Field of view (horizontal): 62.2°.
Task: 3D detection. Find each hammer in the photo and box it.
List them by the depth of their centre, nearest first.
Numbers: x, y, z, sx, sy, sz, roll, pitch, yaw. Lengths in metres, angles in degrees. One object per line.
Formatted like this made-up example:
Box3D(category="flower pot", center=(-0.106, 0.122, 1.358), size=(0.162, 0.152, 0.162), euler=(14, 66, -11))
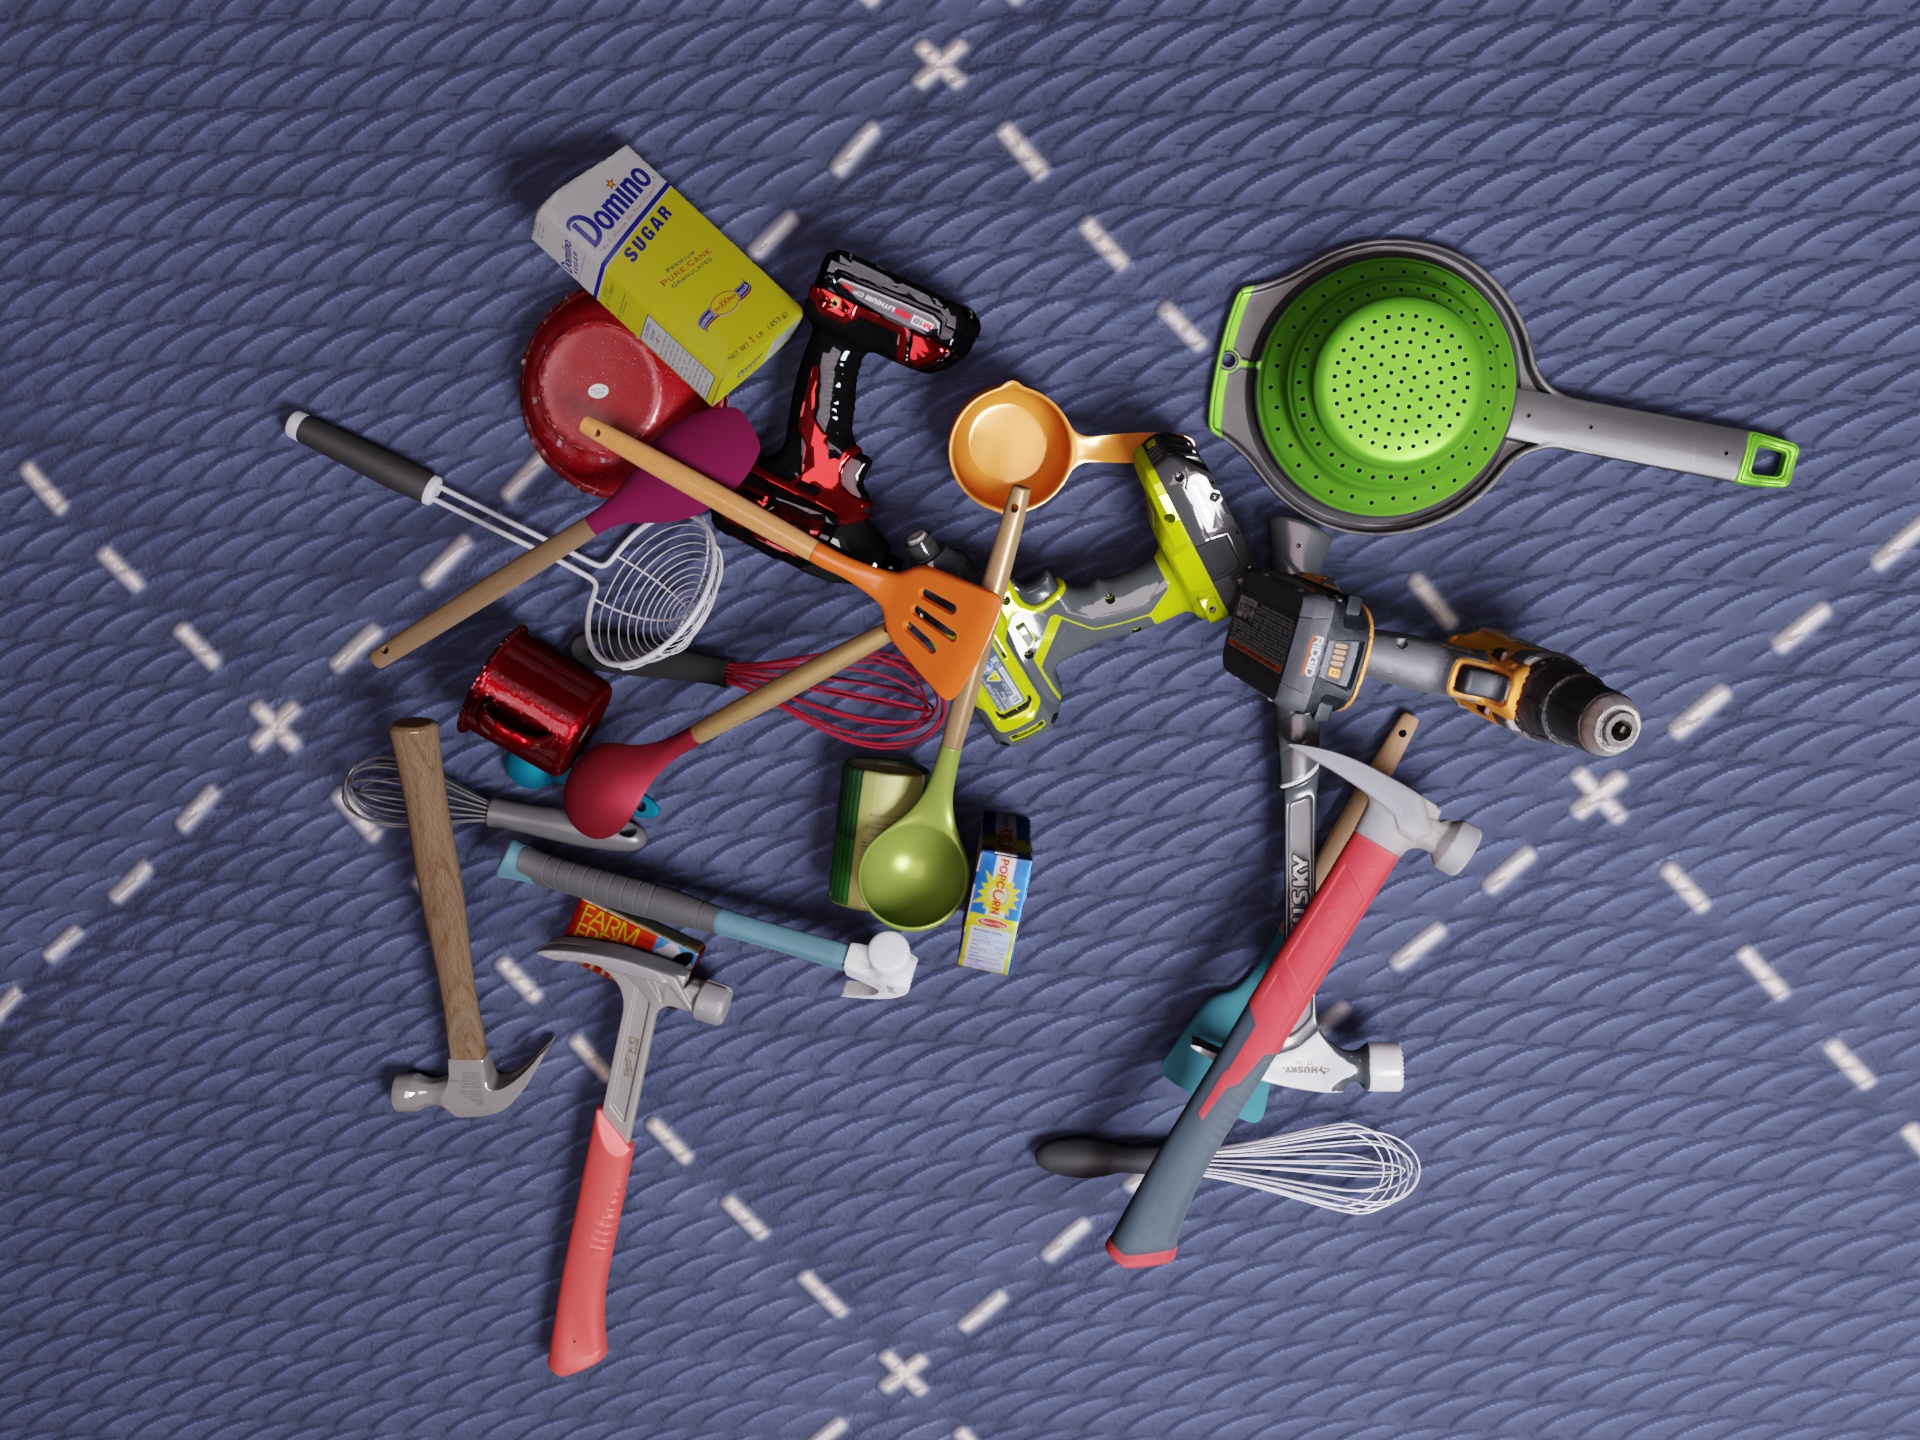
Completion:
Box3D(category="hammer", center=(0.197, 0.204, 1.103), size=(0.143, 0.038, 0.386), euler=(31, 96, 9))
Box3D(category="hammer", center=(0.236, 0.059, 1.131), size=(0.149, 0.036, 0.409), euler=(-1, 91, 8))
Box3D(category="hammer", center=(-0.191, 0.144, 1.177), size=(0.331, 0.128, 0.033), euler=(15, 69, 9))
Box3D(category="hammer", center=(-0.389, 0.156, 1.213), size=(0.130, 0.031, 0.331), euler=(-1, 110, 4))
Box3D(category="hammer", center=(-0.285, 0.347, 1.242), size=(0.149, 0.037, 0.359), euler=(15, 104, 5))

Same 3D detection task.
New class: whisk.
Box3D(category="whisk", center=(-0.154, -0.031, 1.177), size=(0.296, 0.073, 0.073), euler=(10, 99, 12))
Box3D(category="whisk", center=(0.197, 0.330, 1.189), size=(0.284, 0.070, 0.070), euler=(0, 98, 11))
Box3D(category="whisk", center=(-0.358, 0.069, 1.222), size=(0.239, 0.055, 0.055), euler=(11, 99, 0))

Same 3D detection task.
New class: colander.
Box3D(category="colander", center=(0.370, -0.209, 1.067), size=(0.397, 0.094, 0.204), euler=(12, 100, 5))

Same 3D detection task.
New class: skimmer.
Box3D(category="skimmer", center=(-0.341, -0.152, 1.162), size=(0.363, 0.090, 0.127), euler=(26, 81, 4))

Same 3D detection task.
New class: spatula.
Box3D(category="spatula", center=(-0.122, -0.126, 1.078), size=(0.322, 0.041, 0.081), euler=(29, 108, 5))
Box3D(category="spatula", center=(0.253, 0.137, 1.158), size=(0.082, 0.044, 0.317), euler=(28, 99, 6))

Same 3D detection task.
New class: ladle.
Box3D(category="ladle", center=(-0.002, -0.003, 1.079), size=(0.078, 0.062, 0.320), euler=(17, 109, 5))
Box3D(category="ladle", center=(-0.168, 0.000, 1.144), size=(0.315, 0.031, 0.069), euler=(-27, 74, 18))

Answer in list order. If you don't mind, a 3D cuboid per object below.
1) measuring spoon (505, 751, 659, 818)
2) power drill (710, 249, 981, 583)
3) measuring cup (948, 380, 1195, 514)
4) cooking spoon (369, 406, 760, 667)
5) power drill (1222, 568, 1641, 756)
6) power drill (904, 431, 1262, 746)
Box3D(category="measuring spoon", center=(-0.292, 0.049, 1.220), size=(0.128, 0.021, 0.042), euler=(21, 100, 5))
Box3D(category="power drill", center=(-0.075, -0.207, 1.132), size=(0.143, 0.078, 0.219), euler=(26, 104, 4))
Box3D(category="measuring cup", center=(0.076, -0.196, 1.128), size=(0.173, 0.052, 0.095), euler=(-2, 107, -5))
Box3D(category="cooking spoon", center=(-0.282, -0.123, 1.120), size=(0.319, 0.017, 0.069), euler=(-31, 78, 5))
Box3D(category="power drill", center=(0.305, -0.030, 1.027), size=(0.226, 0.185, 0.084), euler=(10, 103, -14))
Box3D(category="power drill", center=(0.083, -0.098, 1.107), size=(0.223, 0.080, 0.171), euler=(-27, 117, 10))
